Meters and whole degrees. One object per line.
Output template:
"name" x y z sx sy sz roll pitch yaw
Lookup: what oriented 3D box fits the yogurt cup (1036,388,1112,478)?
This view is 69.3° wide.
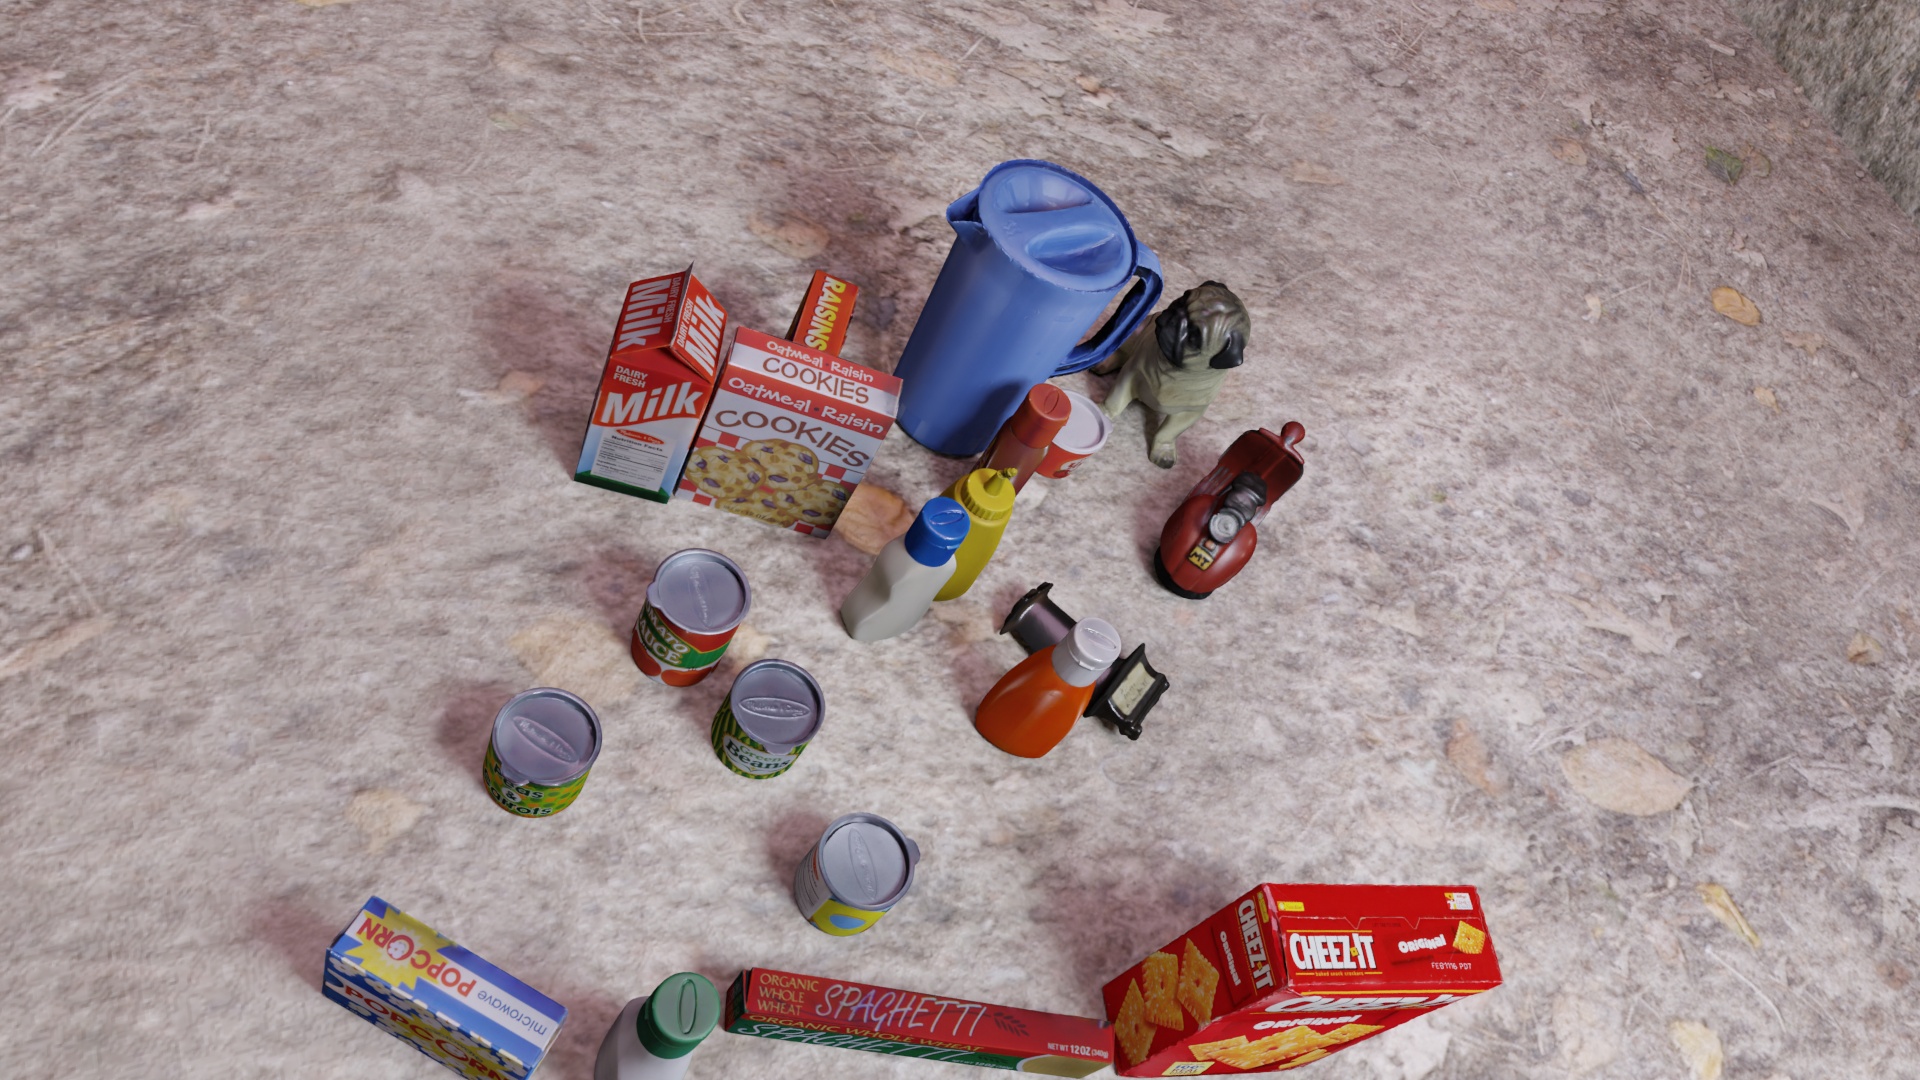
"yogurt cup" 0.087 -0.090 1.209 0.072 0.053 0.073 13 54 -18

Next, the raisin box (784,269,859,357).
"raisin box" -0.123 -0.140 1.095 0.040 0.122 0.086 21 51 -12

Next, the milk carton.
"milk carton" -0.217 -0.113 0.987 0.073 0.189 0.073 15 53 -16

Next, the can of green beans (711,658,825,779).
"can of green beans" -0.133 0.123 0.952 0.071 0.057 0.071 13 54 -18

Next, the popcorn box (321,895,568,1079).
"popcorn box" -0.286 0.256 0.768 0.127 0.084 0.038 32 50 -3

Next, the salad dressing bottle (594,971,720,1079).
"salad dressing bottle" -0.169 0.278 0.770 0.044 0.147 0.064 11 54 -20

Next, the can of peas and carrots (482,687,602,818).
"can of peas and carrots" -0.266 0.137 0.877 0.071 0.058 0.071 13 54 -18

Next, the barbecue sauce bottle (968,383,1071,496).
"barbecue sauce bottle" 0.042 -0.067 1.110 0.043 0.147 0.065 30 50 -5

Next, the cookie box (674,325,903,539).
"cookie box" -0.129 -0.075 1.019 0.123 0.166 0.040 17 53 -15

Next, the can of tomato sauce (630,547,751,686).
"can of tomato sauce" -0.189 0.055 0.955 0.071 0.082 0.071 13 54 -18

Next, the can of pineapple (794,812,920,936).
"can of pineapple" -0.069 0.221 0.916 0.071 0.057 0.071 13 54 -18

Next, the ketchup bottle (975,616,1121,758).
"ketchup bottle" 0.066 0.106 1.002 0.065 0.148 0.044 27 51 -8

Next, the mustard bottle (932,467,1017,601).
"mustard bottle" 0.004 -0.013 1.046 0.049 0.159 0.065 5 56 -23

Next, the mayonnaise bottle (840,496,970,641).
"mayonnaise bottle" -0.036 0.022 1.010 0.065 0.147 0.041 -12 65 -32

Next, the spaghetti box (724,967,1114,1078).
"spaghetti box" -0.024 0.309 0.883 0.250 0.050 0.029 14 53 -17
